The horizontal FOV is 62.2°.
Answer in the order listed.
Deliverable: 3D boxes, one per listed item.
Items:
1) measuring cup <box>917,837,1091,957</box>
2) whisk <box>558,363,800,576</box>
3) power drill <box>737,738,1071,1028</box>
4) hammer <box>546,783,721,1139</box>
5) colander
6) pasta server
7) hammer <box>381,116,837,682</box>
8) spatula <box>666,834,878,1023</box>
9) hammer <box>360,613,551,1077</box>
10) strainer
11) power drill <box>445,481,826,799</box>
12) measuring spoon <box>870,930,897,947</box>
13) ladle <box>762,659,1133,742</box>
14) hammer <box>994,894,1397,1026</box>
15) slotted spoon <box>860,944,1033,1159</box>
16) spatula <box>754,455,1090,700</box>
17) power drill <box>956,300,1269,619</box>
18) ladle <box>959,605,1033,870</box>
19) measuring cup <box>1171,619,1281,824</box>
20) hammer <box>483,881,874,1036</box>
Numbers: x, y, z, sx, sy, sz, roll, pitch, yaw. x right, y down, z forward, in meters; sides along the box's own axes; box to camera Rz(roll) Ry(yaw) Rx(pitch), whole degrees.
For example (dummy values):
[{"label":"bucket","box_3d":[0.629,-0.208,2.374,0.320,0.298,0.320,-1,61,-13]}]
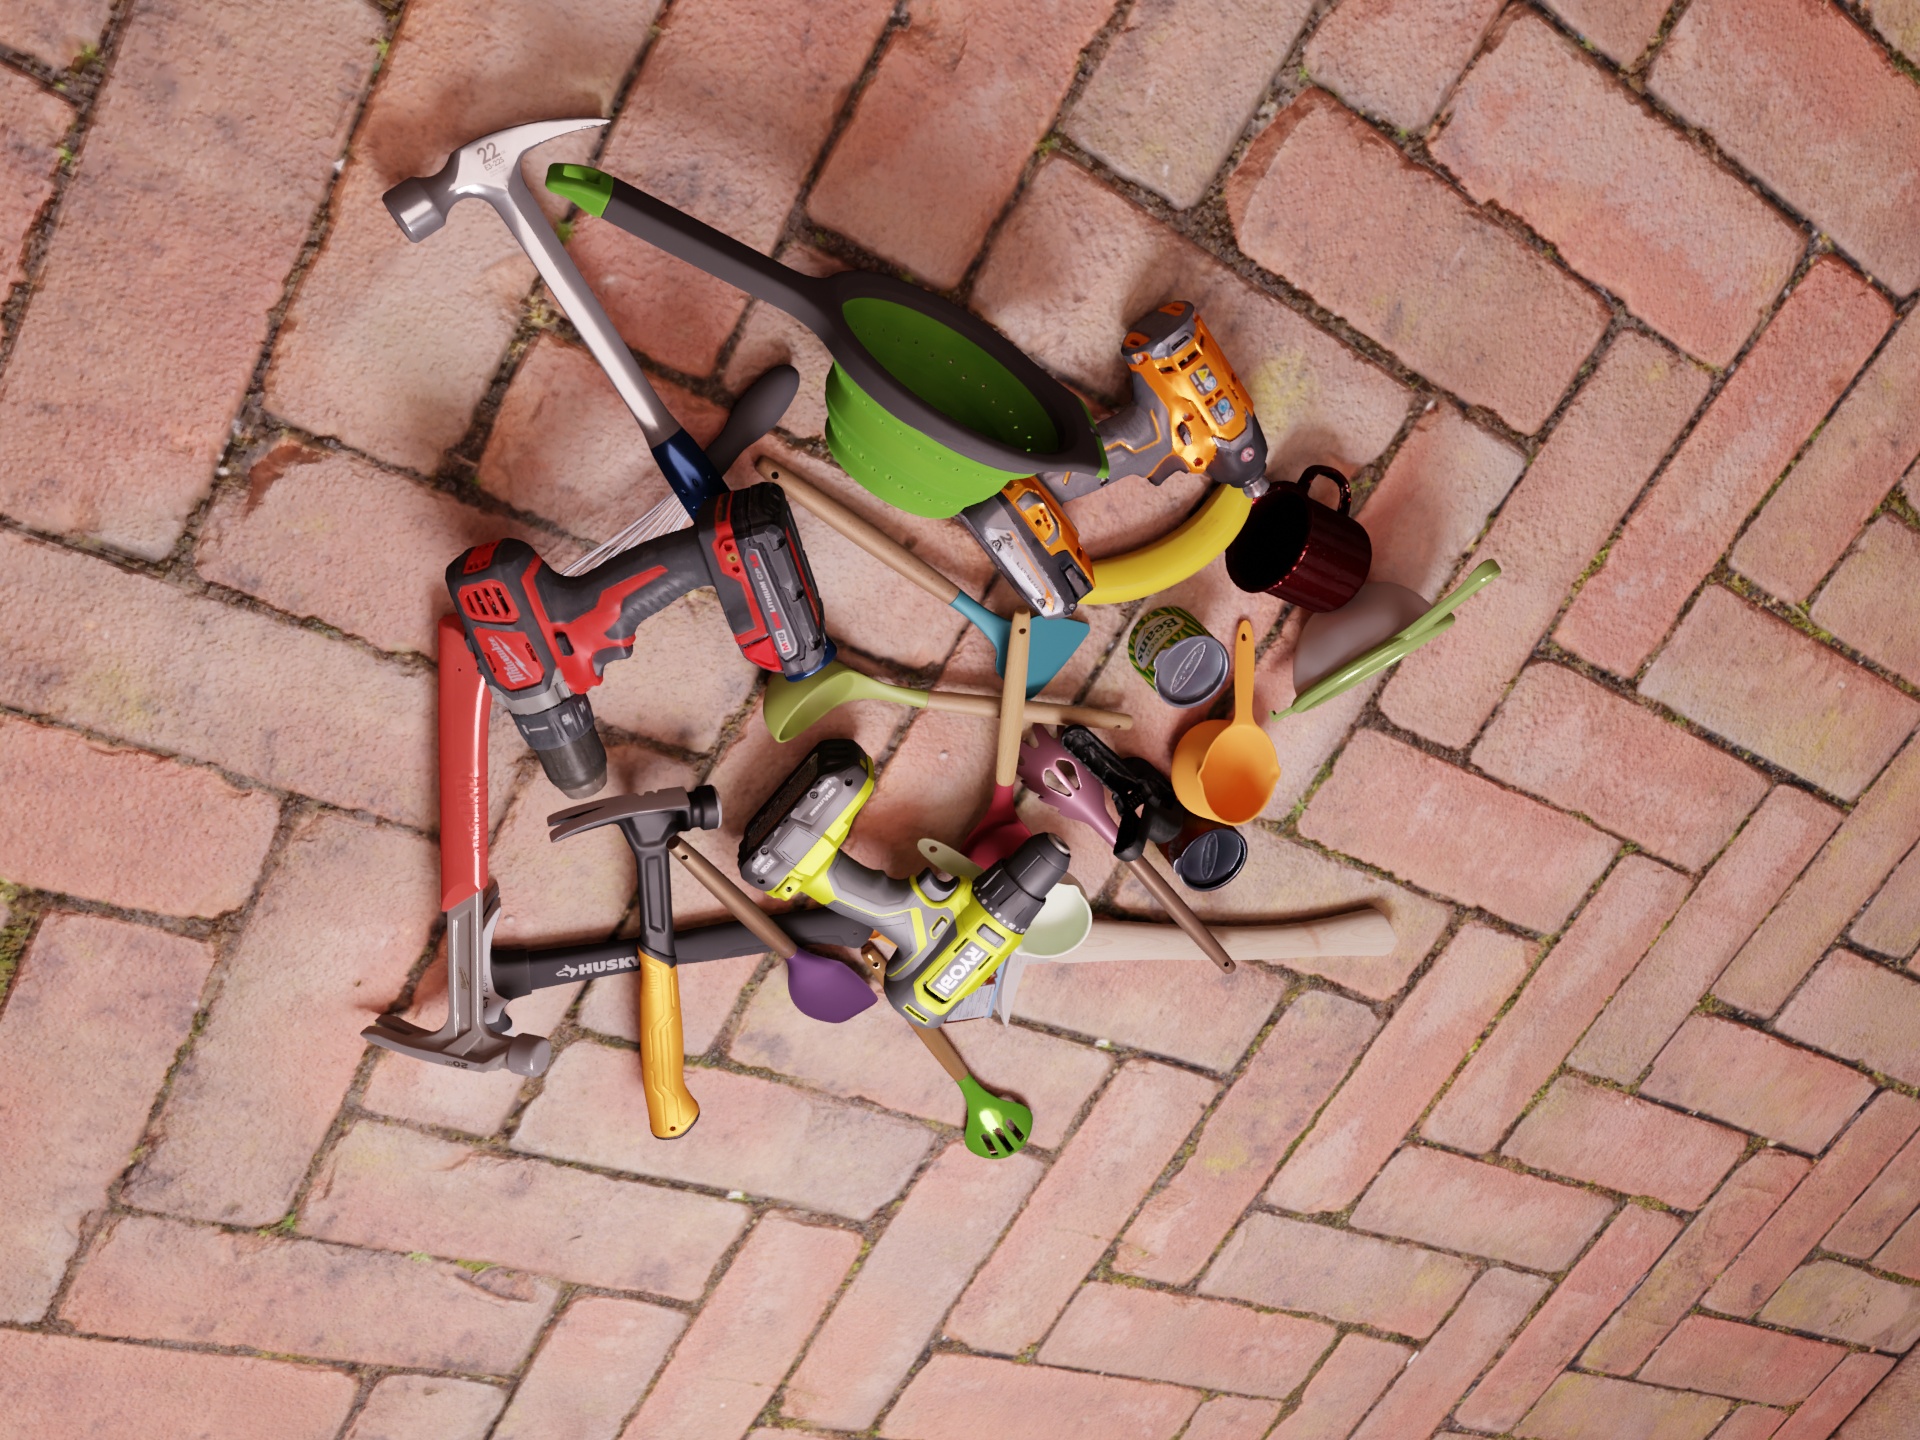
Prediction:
[{"label":"measuring cup","box_3d":[0.035,0.136,1.336,0.167,0.038,0.083,32,112,-13]},{"label":"whisk","box_3d":[-0.208,-0.137,1.113,0.284,0.070,0.070,-48,123,5]},{"label":"power drill","box_3d":[-0.043,0.119,1.267,0.228,0.080,0.190,38,103,-18]},{"label":"hammer","box_3d":[-0.247,0.203,1.259,0.127,0.034,0.336,-8,122,-17]},{"label":"colander","box_3d":[-0.092,-0.230,1.031,0.396,0.205,0.094,22,123,-25]},{"label":"pasta server","box_3d":[0.151,0.120,1.380,0.060,0.040,0.316,-40,118,4]},{"label":"hammer","box_3d":[-0.195,-0.199,1.048,0.144,0.035,0.405,-35,116,-8]},{"label":"spatula","box_3d":[-0.151,0.174,1.274,0.060,0.018,0.315,-30,139,3]},{"label":"hammer","box_3d":[-0.374,0.095,1.172,0.149,0.037,0.359,10,111,11]},{"label":"strainer","box_3d":[0.341,-0.088,1.273,0.151,0.069,0.256,-26,169,-23]},{"label":"power drill","box_3d":[-0.205,-0.050,1.054,0.226,0.080,0.187,-15,119,4]},{"label":"measuring spoon","box_3d":[-0.039,0.195,1.391,0.116,0.011,0.021,25,111,-34]},{"label":"ladle","box_3d":[-0.002,-0.004,1.256,0.320,0.062,0.078,6,145,-24]},{"label":"hammer","box_3d":[0.226,0.214,1.485,0.410,0.038,0.146,3,118,-22]},{"label":"slotted spoon","box_3d":[-0.013,0.310,1.455,0.070,0.031,0.313,-32,123,-1]},{"label":"spatula","box_3d":[-0.029,-0.111,1.212,0.317,0.044,0.082,33,105,-27]},{"label":"power drill","box_3d":[0.122,-0.180,1.188,0.226,0.084,0.164,-40,117,0]},{"label":"ladle","box_3d":[0.036,0.031,1.271,0.069,0.031,0.315,-7,136,-12]},{"label":"measuring cup","box_3d":[0.224,0.001,1.360,0.095,0.052,0.173,-1,95,-33]},{"label":"hammer","box_3d":[-0.230,0.181,1.294,0.334,0.035,0.146,-7,121,-17]}]
